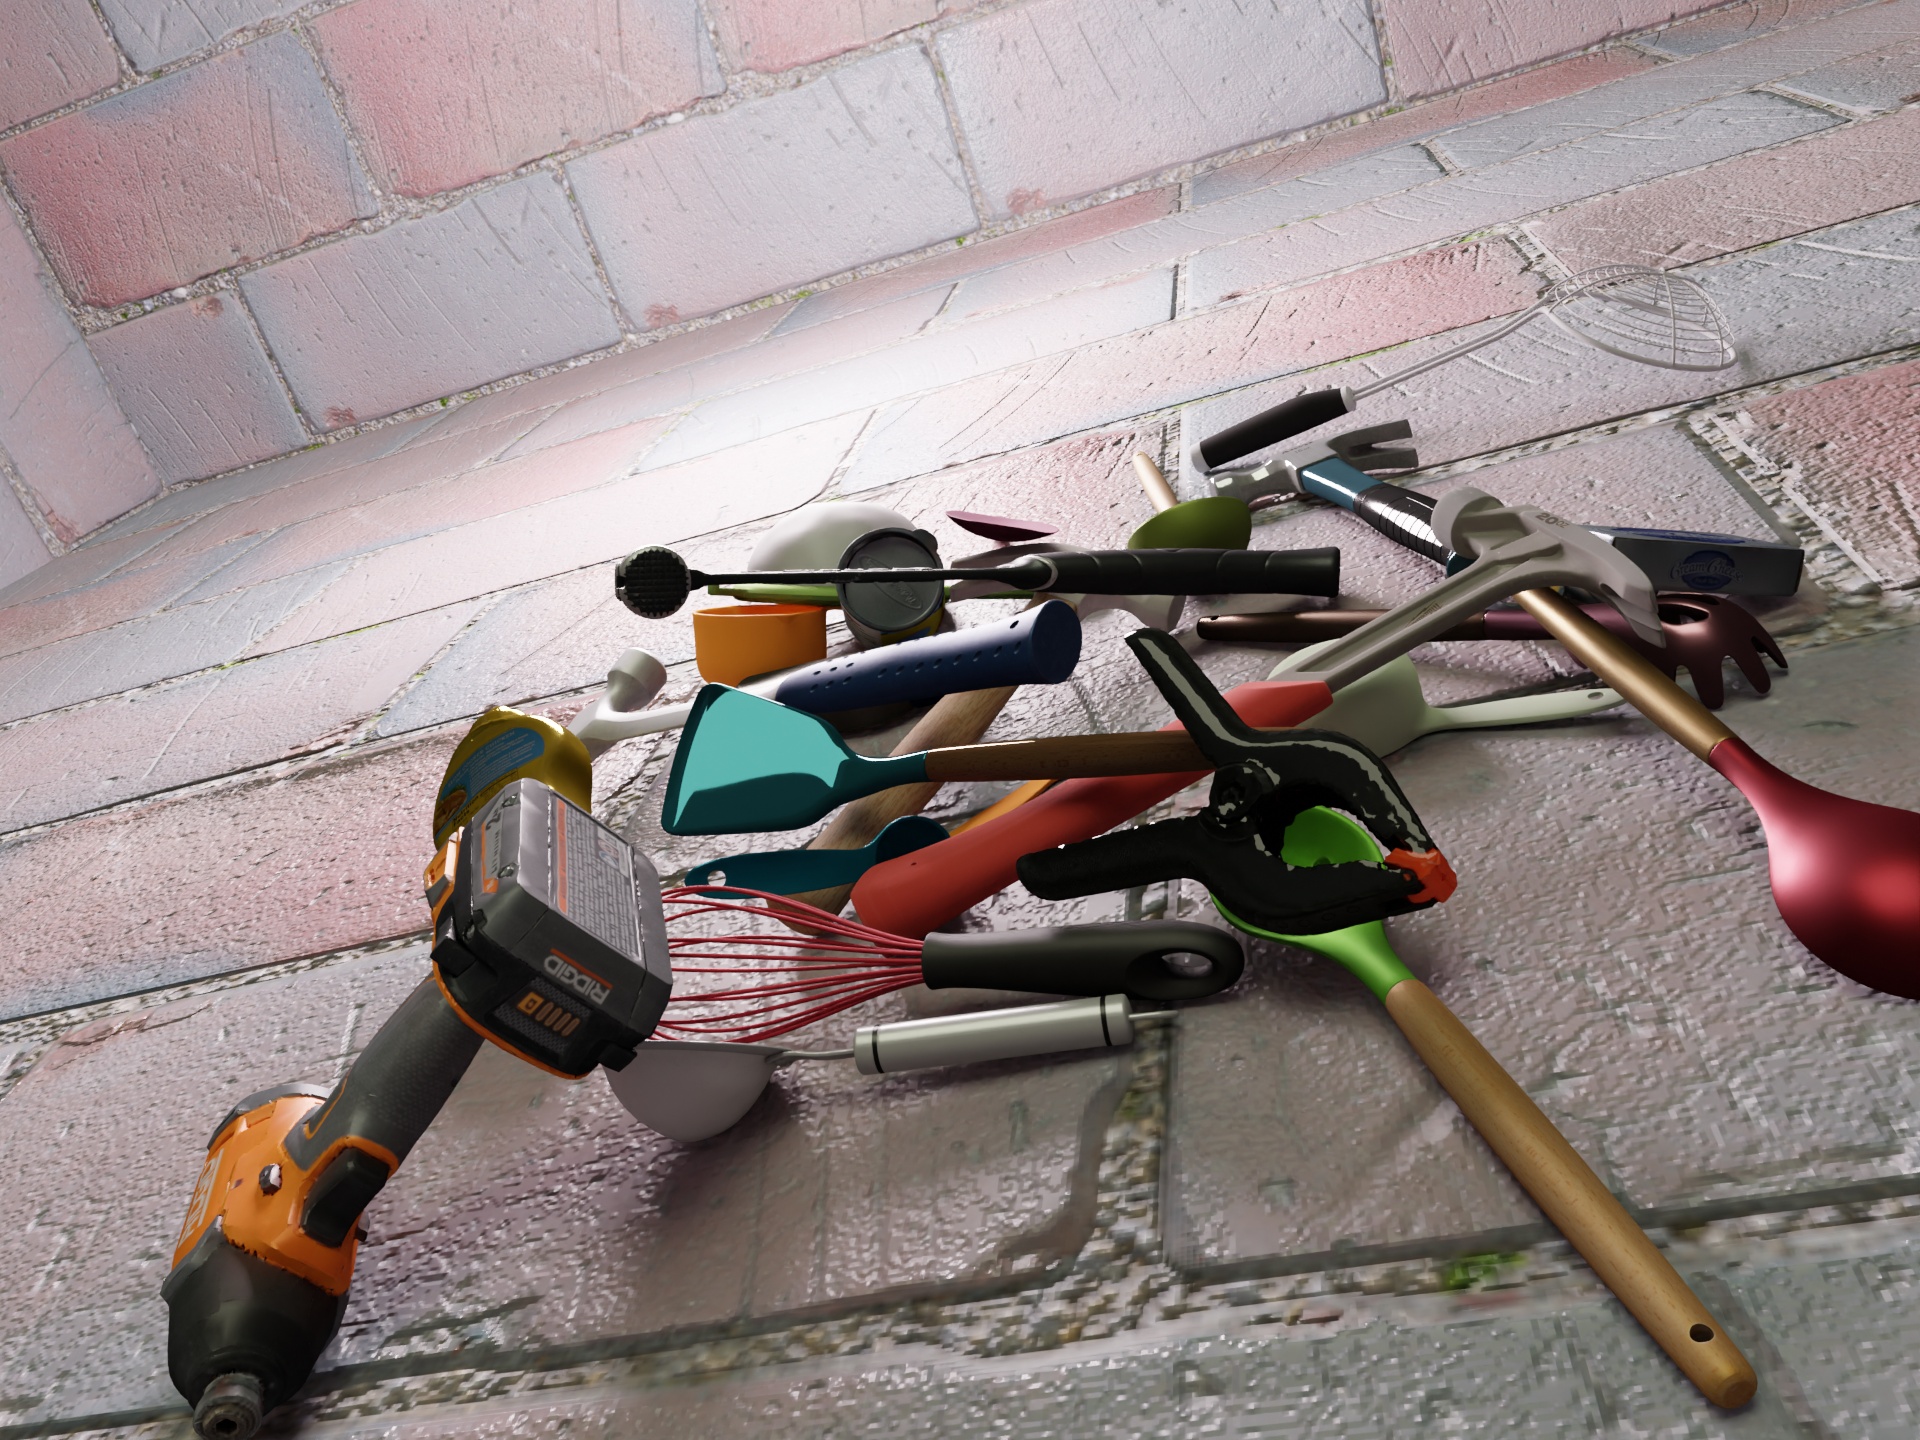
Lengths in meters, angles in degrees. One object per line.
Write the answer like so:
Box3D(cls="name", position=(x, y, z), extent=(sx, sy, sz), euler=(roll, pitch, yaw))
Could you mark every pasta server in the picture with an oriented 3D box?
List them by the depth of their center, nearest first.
Box3D(cls="pasta server", position=(0.244, -0.041, 0.800), extent=(0.060, 0.040, 0.316), euler=(-36, 24, -33))

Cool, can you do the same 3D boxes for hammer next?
Box3D(cls="hammer", position=(0.118, 0.010, 0.704), extent=(0.359, 0.036, 0.149), euler=(-29, 29, -1))
Box3D(cls="hammer", position=(-0.001, -0.003, 0.861), extent=(0.130, 0.031, 0.331), euler=(21, 44, 21))
Box3D(cls="hammer", position=(-0.102, -0.008, 0.869), extent=(0.405, 0.035, 0.144), euler=(-9, 39, 44))
Box3D(cls="hammer", position=(0.019, -0.079, 0.869), extent=(0.409, 0.036, 0.149), euler=(-2, 6, -13))
Box3D(cls="hammer", position=(0.249, -0.127, 0.941), extent=(0.128, 0.033, 0.331), euler=(-21, 19, 0))

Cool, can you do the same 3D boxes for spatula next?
Box3D(cls="spatula", position=(0.003, 0.016, 0.711), extent=(0.317, 0.044, 0.082), euler=(-5, 61, 33))

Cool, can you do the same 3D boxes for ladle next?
Box3D(cls="ladle", position=(0.288, 0.002, 0.625), extent=(0.069, 0.031, 0.316), euler=(-22, 28, 2))
Box3D(cls="ladle", position=(0.140, -0.157, 1.095), extent=(0.078, 0.062, 0.320), euler=(-17, 21, 6))

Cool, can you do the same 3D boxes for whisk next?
Box3D(cls="whisk", position=(-0.030, 0.101, 0.661), extent=(0.296, 0.073, 0.073), euler=(-4, 27, 20))

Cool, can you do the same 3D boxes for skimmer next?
Box3D(cls="skimmer", position=(0.342, -0.225, 1.119), extent=(0.363, 0.090, 0.127), euler=(-20, 24, 26))

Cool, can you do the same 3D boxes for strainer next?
Box3D(cls="strainer", position=(-0.043, 0.132, 0.623), extent=(0.258, 0.050, 0.086), euler=(-9, -19, 10))
Box3D(cls="strainer", position=(-0.032, -0.113, 1.066), extent=(0.256, 0.069, 0.151), euler=(2, 7, 21))

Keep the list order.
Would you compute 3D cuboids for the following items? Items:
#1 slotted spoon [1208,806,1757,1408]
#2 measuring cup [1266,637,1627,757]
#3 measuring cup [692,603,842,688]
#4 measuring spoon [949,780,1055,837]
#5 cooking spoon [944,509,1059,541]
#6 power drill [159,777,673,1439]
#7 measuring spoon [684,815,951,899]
Box3D(cls="slotted spoon", position=(0.160, 0.108, 0.536), extent=(0.070, 0.031, 0.314), euler=(-22, 25, -3))
Box3D(cls="measuring cup", position=(0.220, -0.016, 0.740), extent=(0.167, 0.038, 0.083), euler=(-6, 27, 33))
Box3D(cls="measuring cup", position=(-0.095, -0.051, 1.065), extent=(0.173, 0.052, 0.095), euler=(-4, 9, -30))
Box3D(cls="measuring spoon", position=(0.015, 0.045, 0.801), extent=(0.117, 0.011, 0.021), euler=(-34, 27, -29))
Box3D(cls="cooking spoon", position=(0.025, -0.127, 1.052), extent=(0.069, 0.017, 0.319), euler=(8, 7, 0))
Box3D(cls="power drill", position=(-0.207, 0.146, 0.589), extent=(0.226, 0.084, 0.164), euler=(-47, 25, 7))
Box3D(cls="measuring spoon", position=(-0.065, 0.069, 0.742), extent=(0.128, 0.042, 0.021), euler=(-4, -4, -17))
